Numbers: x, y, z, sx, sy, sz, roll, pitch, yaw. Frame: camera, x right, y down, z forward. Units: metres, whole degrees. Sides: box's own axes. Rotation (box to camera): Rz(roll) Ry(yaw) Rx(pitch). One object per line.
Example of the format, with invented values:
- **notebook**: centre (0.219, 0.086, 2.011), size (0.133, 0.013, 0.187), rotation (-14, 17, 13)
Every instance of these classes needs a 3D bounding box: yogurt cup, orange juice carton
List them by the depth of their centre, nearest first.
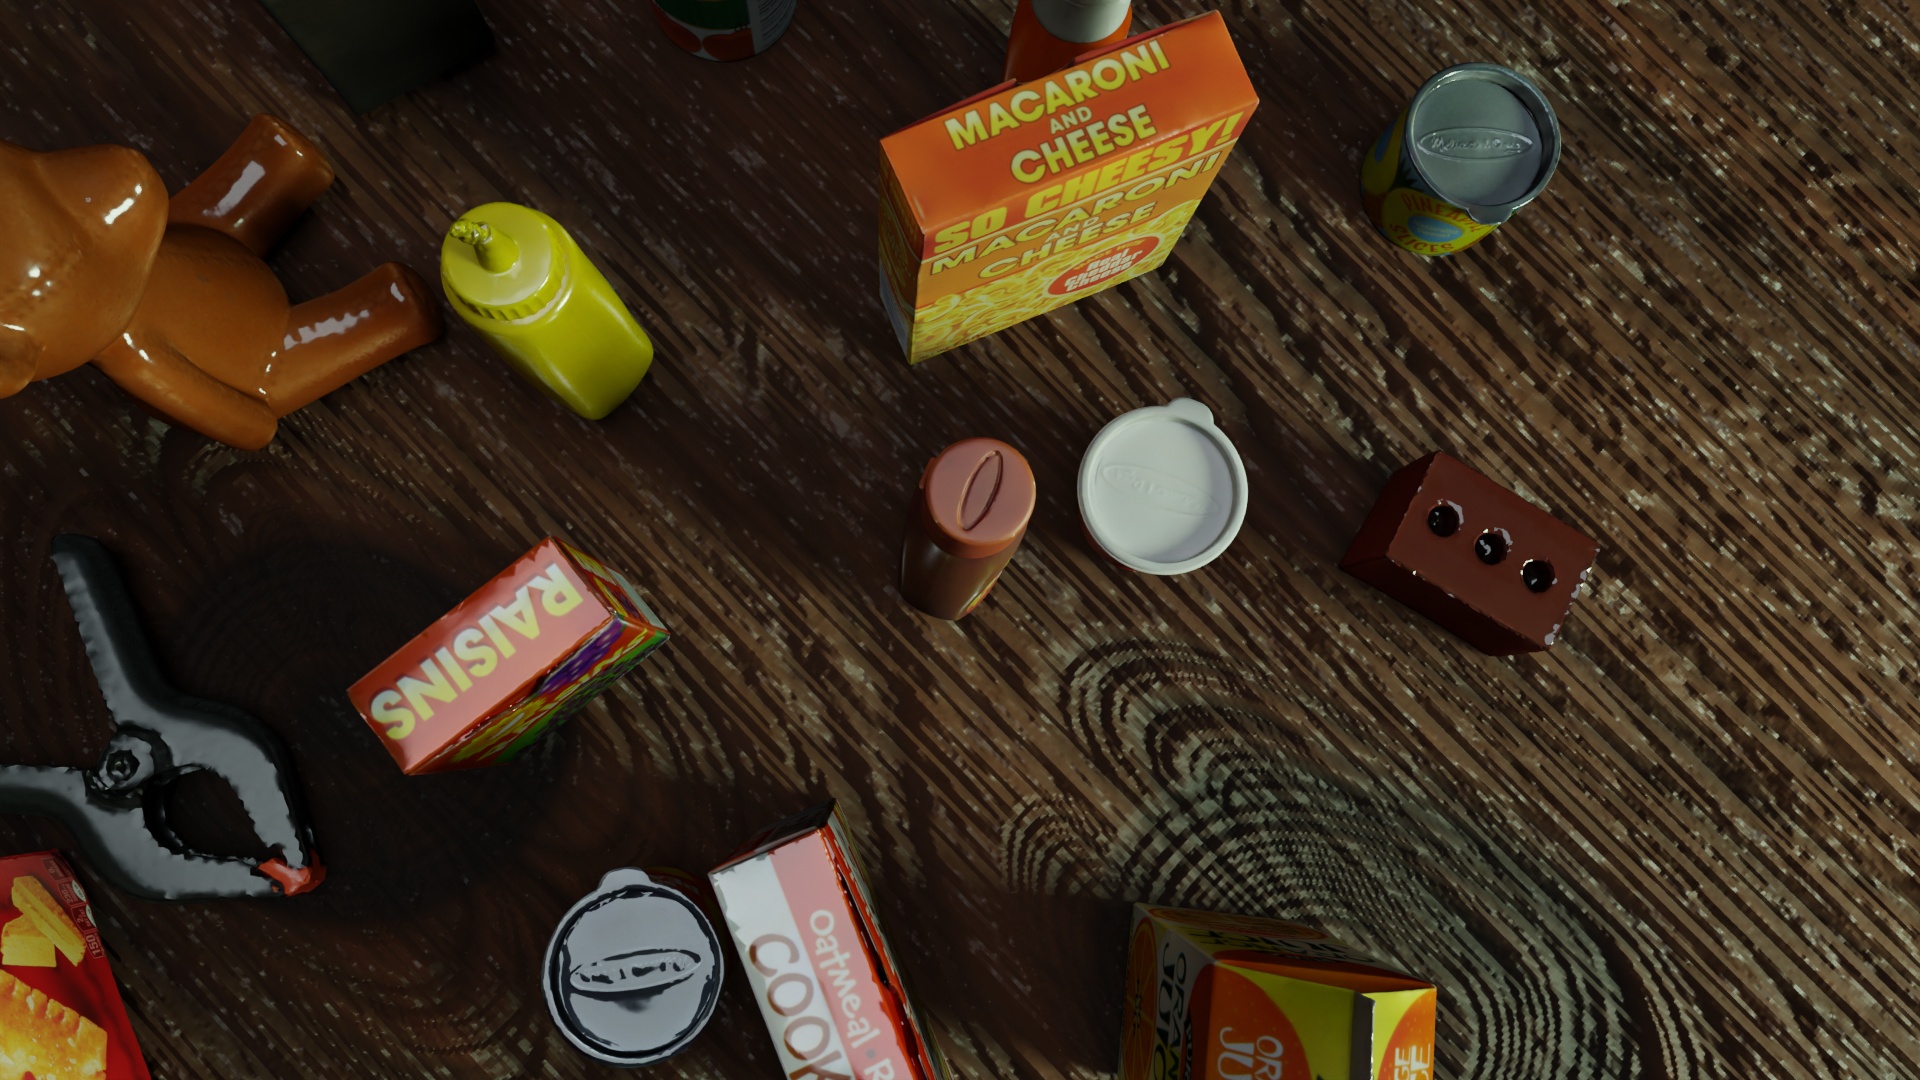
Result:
- **orange juice carton**: centre (0.107, 0.175, 0.476), size (0.073, 0.192, 0.072), rotation (7, 82, -2)
- **yogurt cup**: centre (0.079, -0.017, 0.573), size (0.072, 0.054, 0.072), rotation (0, 82, -3)

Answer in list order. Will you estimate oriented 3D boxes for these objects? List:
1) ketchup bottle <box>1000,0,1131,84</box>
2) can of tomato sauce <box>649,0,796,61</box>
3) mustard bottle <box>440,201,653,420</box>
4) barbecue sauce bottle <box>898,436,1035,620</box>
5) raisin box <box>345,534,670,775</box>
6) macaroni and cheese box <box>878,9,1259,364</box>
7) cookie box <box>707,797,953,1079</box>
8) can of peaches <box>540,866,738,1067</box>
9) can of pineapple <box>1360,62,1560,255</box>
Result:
- **ketchup bottle**: centre (0.041, -0.195, 0.549), size (0.043, 0.148, 0.065), rotation (28, 82, 1)
- **can of tomato sauce**: centre (-0.105, -0.251, 0.582), size (0.071, 0.083, 0.071), rotation (0, 82, -3)
- **mustard bottle**: centre (-0.157, -0.089, 0.516), size (0.065, 0.160, 0.049), rotation (38, 82, 2)
- **barbecue sauce bottle**: centre (0.002, -0.007, 0.519), size (0.044, 0.148, 0.065), rotation (24, 82, 0)
- **raisin box**: centre (-0.160, 0.045, 0.514), size (0.086, 0.123, 0.040), rotation (-38, 86, -7)
- **macaroni and cheese box**: centre (0.031, -0.126, 0.529), size (0.124, 0.166, 0.040), rotation (-23, 84, -6)
- **cookie box**: centre (-0.038, 0.157, 0.483), size (0.040, 0.167, 0.123), rotation (-23, 84, -6)
- **can of peaches**: centre (-0.121, 0.159, 0.533), size (0.071, 0.058, 0.071), rotation (0, 82, -3)
- **can of pineapple**: centre (0.213, -0.161, 0.600), size (0.071, 0.058, 0.071), rotation (0, 82, -3)
